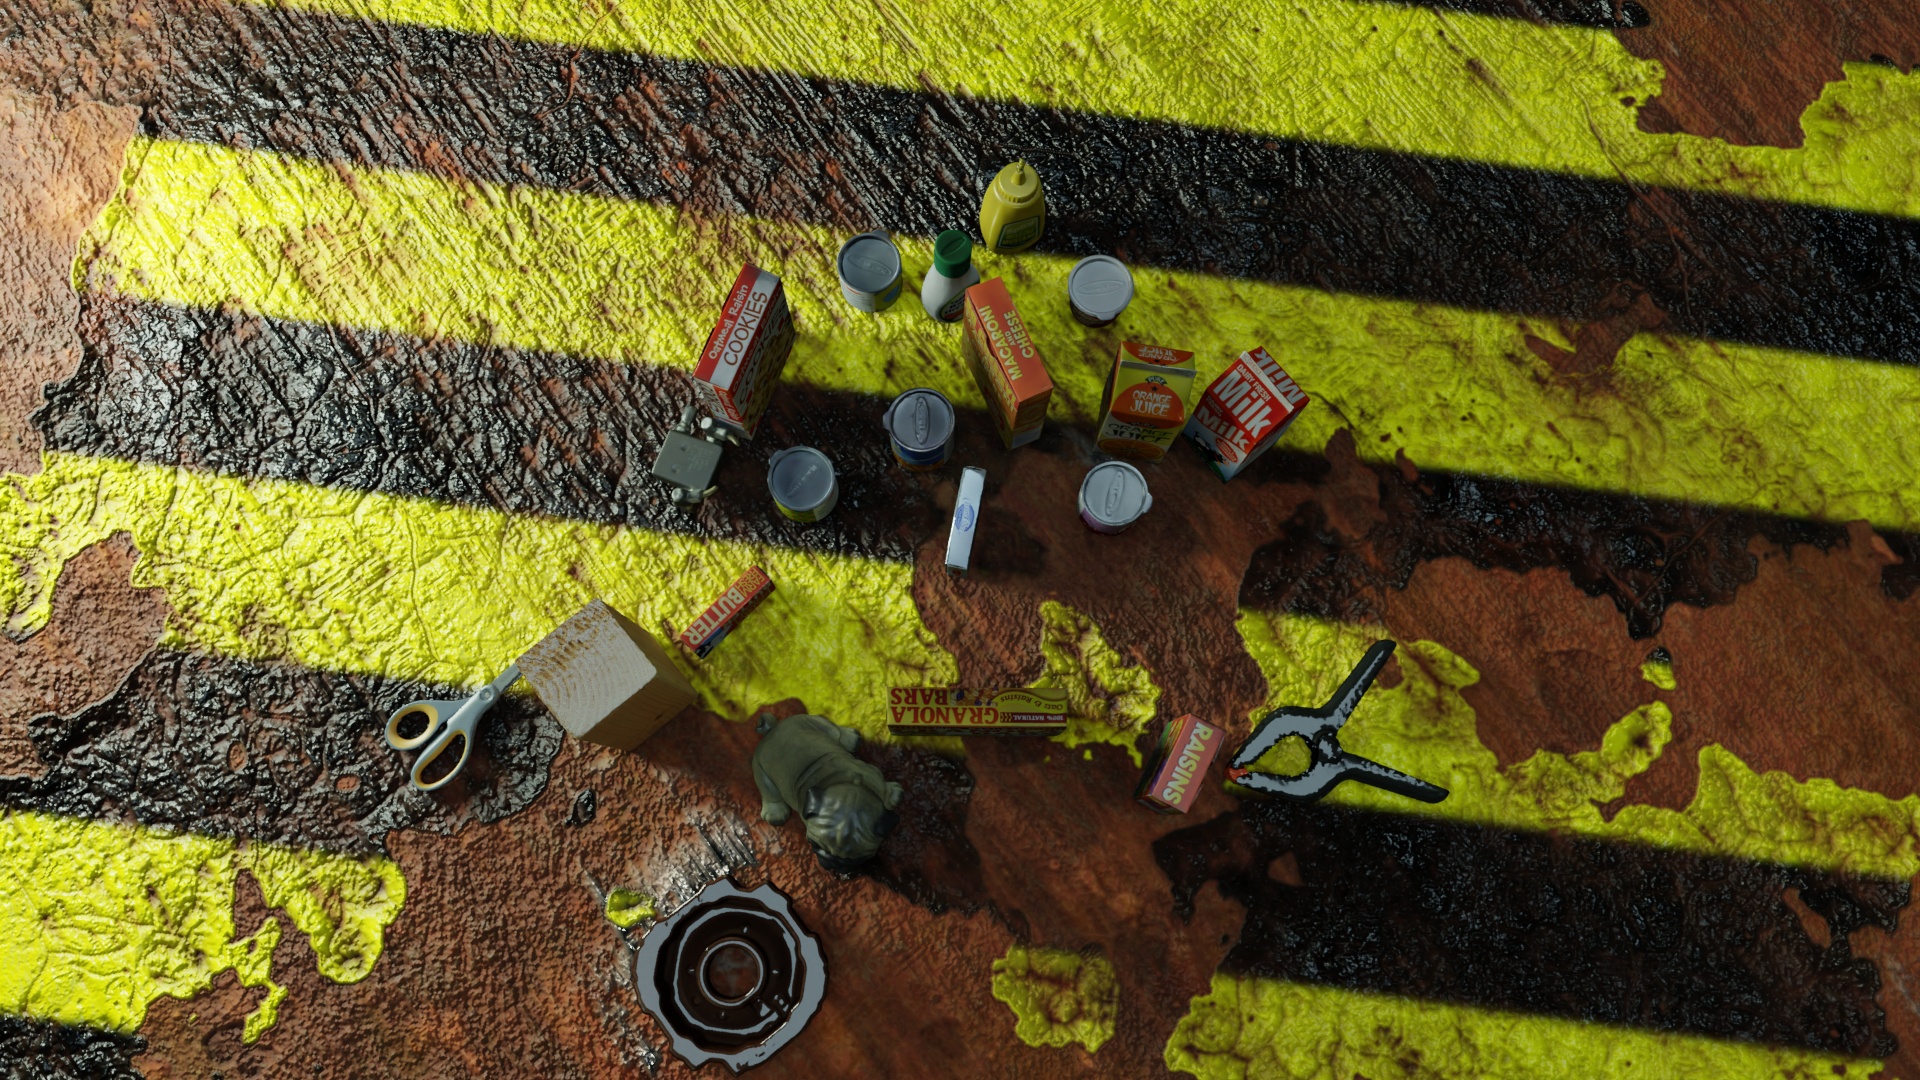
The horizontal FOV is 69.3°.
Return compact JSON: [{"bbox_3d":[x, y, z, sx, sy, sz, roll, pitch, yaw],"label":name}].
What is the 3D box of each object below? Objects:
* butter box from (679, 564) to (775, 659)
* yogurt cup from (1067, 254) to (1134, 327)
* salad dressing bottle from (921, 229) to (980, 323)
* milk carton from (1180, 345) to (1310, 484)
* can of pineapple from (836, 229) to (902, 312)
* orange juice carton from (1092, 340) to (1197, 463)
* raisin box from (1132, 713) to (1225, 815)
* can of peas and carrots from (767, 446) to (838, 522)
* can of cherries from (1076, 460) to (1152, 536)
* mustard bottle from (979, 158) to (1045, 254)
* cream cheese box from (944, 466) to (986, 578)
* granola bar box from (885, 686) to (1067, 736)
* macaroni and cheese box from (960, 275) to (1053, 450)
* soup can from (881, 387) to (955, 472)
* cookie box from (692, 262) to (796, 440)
[{"bbox_3d":[-0.228,0.070,1.363,0.024,0.053,0.103,44,80,8],"label":"butter box"},{"bbox_3d":[0.143,-0.256,1.444,0.072,0.054,0.072,0,78,-1],"label":"yogurt cup"},{"bbox_3d":[-0.009,-0.265,1.395,0.064,0.147,0.044,-36,81,-8],"label":"salad dressing bottle"},{"bbox_3d":[0.278,-0.125,1.347,0.073,0.190,0.072,-38,81,-8],"label":"milk carton"},{"bbox_3d":[-0.092,-0.279,1.442,0.071,0.057,0.071,0,78,-1],"label":"can of pineapple"},{"bbox_3d":[0.178,-0.138,1.347,0.072,0.192,0.073,10,78,1],"label":"orange juice carton"},{"bbox_3d":[0.204,0.212,1.304,0.040,0.123,0.086,27,79,5],"label":"raisin box"},{"bbox_3d":[-0.159,-0.057,1.390,0.071,0.058,0.071,0,78,-1],"label":"can of peas and carrots"},{"bbox_3d":[0.154,-0.040,1.393,0.071,0.058,0.071,0,78,-1],"label":"can of cherries"},{"bbox_3d":[0.055,-0.342,1.407,0.065,0.160,0.049,-17,79,-5],"label":"mustard bottle"},{"bbox_3d":[0.005,-0.017,1.388,0.024,0.053,0.104,11,77,1],"label":"cream cheese box"},{"bbox_3d":[0.014,0.163,1.311,0.166,0.124,0.039,1,78,-1],"label":"granola bar box"},{"bbox_3d":[0.043,-0.170,1.365,0.040,0.166,0.124,-23,79,-6],"label":"macaroni and cheese box"},{"bbox_3d":[-0.042,-0.110,1.392,0.071,0.083,0.071,0,78,-1],"label":"soup can"},{"bbox_3d":[-0.209,-0.182,1.362,0.040,0.167,0.123,21,78,3],"label":"cookie box"}]
